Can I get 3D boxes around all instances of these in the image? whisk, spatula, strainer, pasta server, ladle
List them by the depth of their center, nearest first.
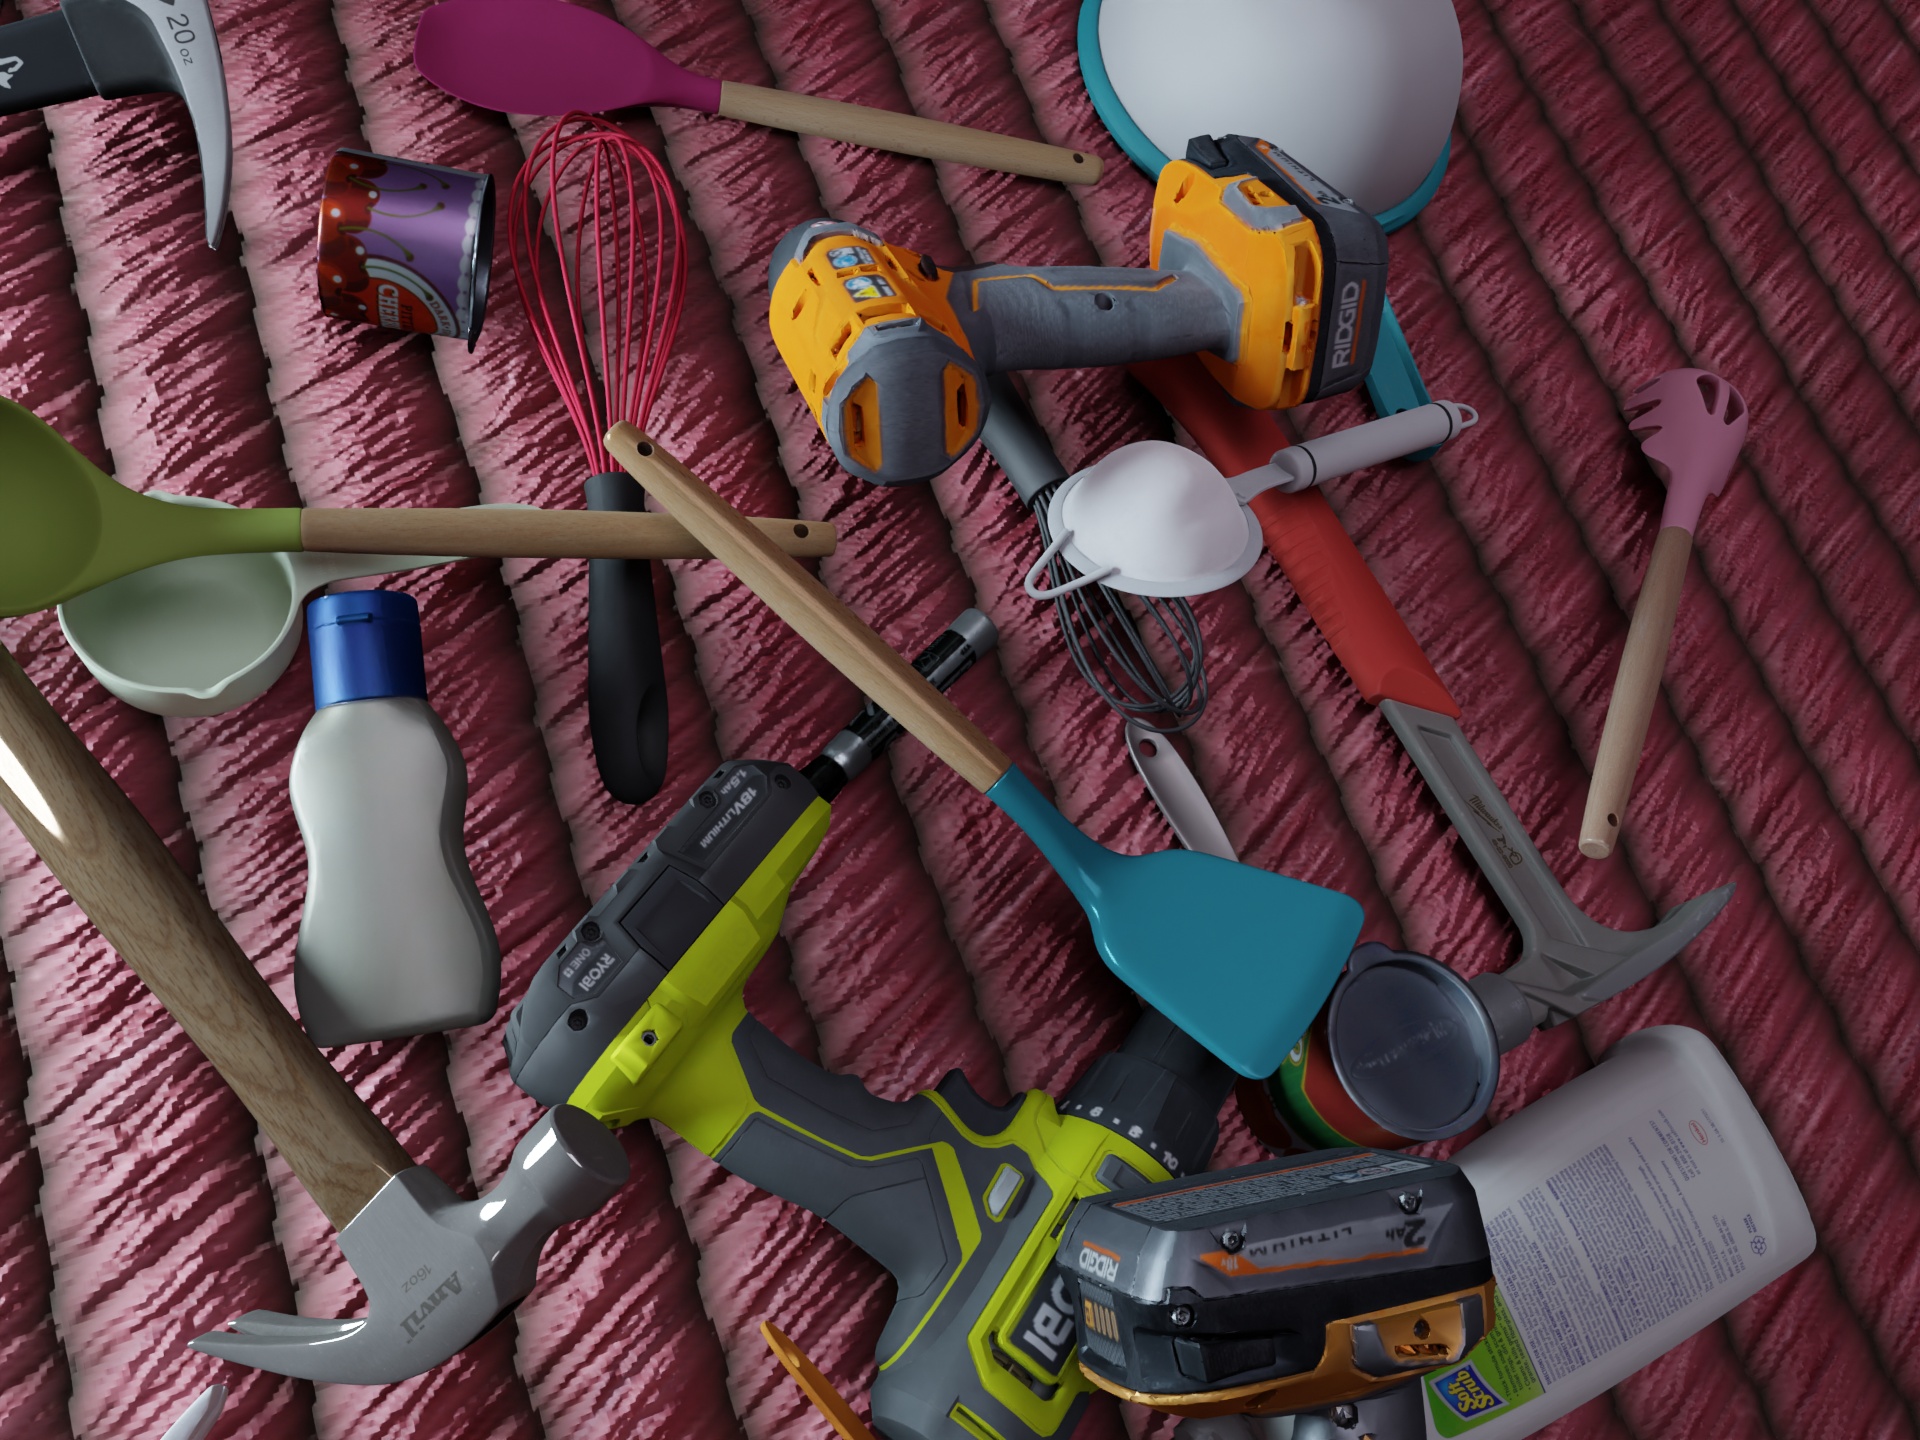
[{"bbox_3d":[-0.197,-0.070,0.543,0.320,0.062,0.078,-1,70,-17],"label":"ladle"},{"bbox_3d":[-0.001,-0.002,0.560,0.317,0.044,0.082,41,61,-2],"label":"spatula"},{"bbox_3d":[-0.138,-0.110,0.625,0.073,0.073,0.296,-2,73,-17],"label":"whisk"},{"bbox_3d":[0.132,-0.105,0.664,0.258,0.050,0.087,-21,51,-32],"label":"strainer"},{"bbox_3d":[0.034,-0.097,0.678,0.055,0.055,0.239,-22,71,-24],"label":"whisk"},{"bbox_3d":[0.319,-0.061,0.732,0.060,0.040,0.316,30,58,-2],"label":"pasta server"},{"bbox_3d":[0.187,-0.293,0.777,0.211,0.095,0.341,-7,68,-19],"label":"strainer"}]

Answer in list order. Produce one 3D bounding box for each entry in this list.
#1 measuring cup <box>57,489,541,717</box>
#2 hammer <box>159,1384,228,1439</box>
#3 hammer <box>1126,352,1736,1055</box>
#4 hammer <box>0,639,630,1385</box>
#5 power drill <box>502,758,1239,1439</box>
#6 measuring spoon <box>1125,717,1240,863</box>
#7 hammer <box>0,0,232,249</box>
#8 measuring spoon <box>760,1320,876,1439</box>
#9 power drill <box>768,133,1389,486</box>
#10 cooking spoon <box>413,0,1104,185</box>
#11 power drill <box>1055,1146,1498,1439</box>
[{"bbox_3d":[-0.234,-0.049,0.581,0.167,0.038,0.083,-17,73,-24],"label":"measuring cup"},{"bbox_3d":[-0.063,0.296,0.479,0.405,0.035,0.144,11,65,-11],"label":"hammer"},{"bbox_3d":[0.187,-0.040,0.700,0.149,0.036,0.359,-23,76,-24],"label":"hammer"},{"bbox_3d":[-0.254,0.068,0.505,0.331,0.031,0.130,45,95,14],"label":"hammer"},{"bbox_3d":[-0.019,0.121,0.548,0.228,0.080,0.191,38,59,0],"label":"power drill"},{"bbox_3d":[0.098,0.053,0.648,0.034,0.018,0.124,-19,67,-22],"label":"measuring spoon"},{"bbox_3d":[-0.434,-0.204,0.569,0.334,0.035,0.146,-22,109,-15],"label":"hammer"},{"bbox_3d":[-0.030,0.239,0.507,0.011,0.021,0.117,-46,62,-4],"label":"measuring spoon"},{"bbox_3d":[0.035,-0.175,0.643,0.226,0.084,0.164,-13,41,-13],"label":"power drill"},{"bbox_3d":[-0.086,-0.283,0.736,0.318,0.017,0.069,6,67,-13],"label":"cooking spoon"},{"bbox_3d":[0.083,0.254,0.461,0.185,0.084,0.226,-5,84,-20],"label":"power drill"}]
